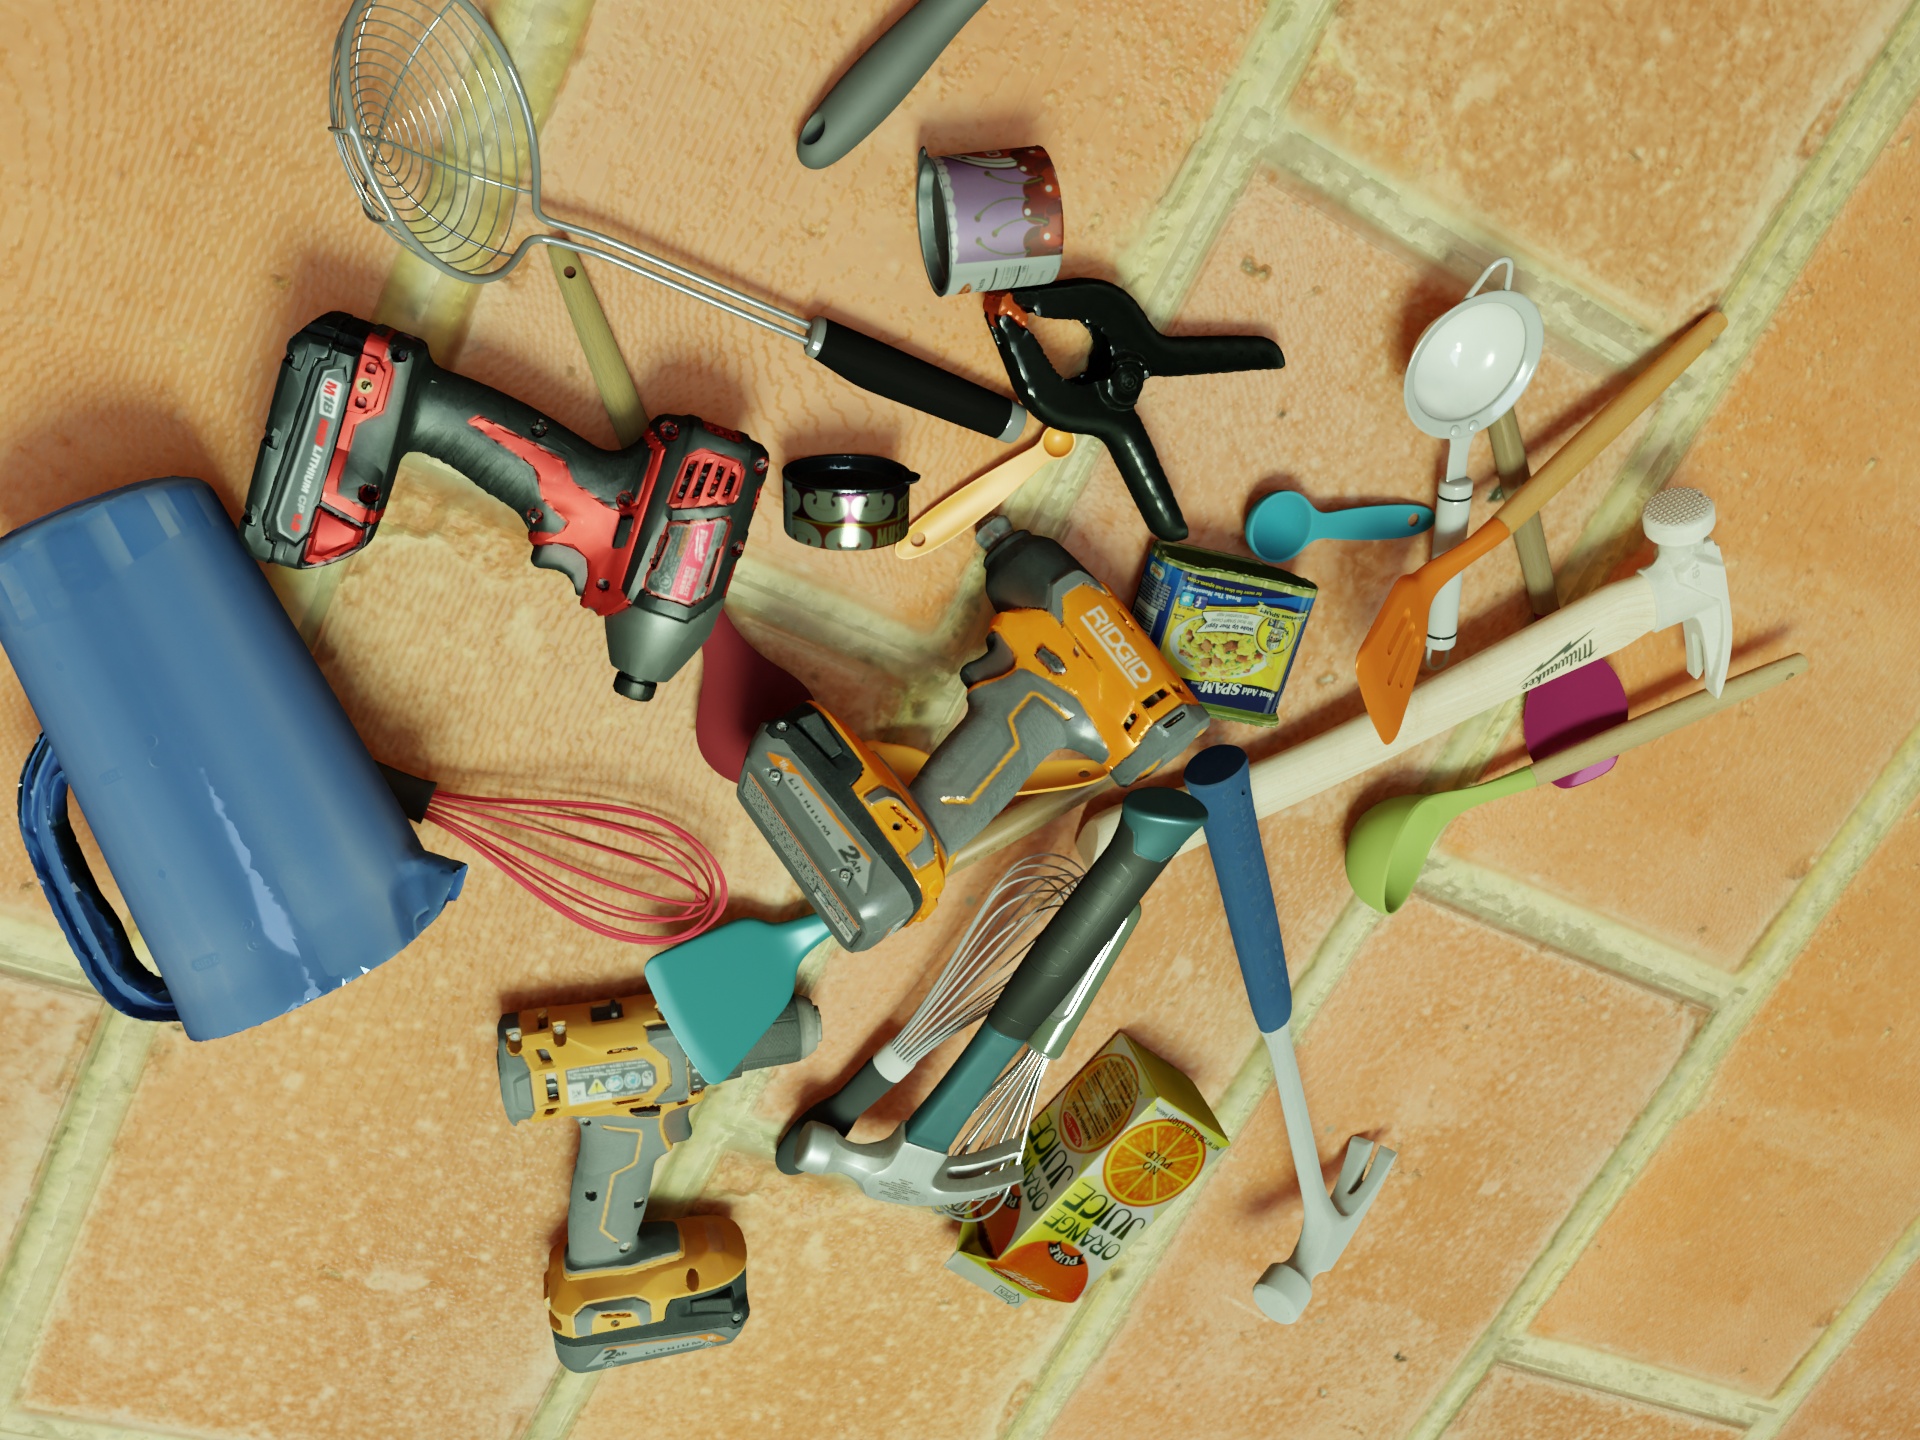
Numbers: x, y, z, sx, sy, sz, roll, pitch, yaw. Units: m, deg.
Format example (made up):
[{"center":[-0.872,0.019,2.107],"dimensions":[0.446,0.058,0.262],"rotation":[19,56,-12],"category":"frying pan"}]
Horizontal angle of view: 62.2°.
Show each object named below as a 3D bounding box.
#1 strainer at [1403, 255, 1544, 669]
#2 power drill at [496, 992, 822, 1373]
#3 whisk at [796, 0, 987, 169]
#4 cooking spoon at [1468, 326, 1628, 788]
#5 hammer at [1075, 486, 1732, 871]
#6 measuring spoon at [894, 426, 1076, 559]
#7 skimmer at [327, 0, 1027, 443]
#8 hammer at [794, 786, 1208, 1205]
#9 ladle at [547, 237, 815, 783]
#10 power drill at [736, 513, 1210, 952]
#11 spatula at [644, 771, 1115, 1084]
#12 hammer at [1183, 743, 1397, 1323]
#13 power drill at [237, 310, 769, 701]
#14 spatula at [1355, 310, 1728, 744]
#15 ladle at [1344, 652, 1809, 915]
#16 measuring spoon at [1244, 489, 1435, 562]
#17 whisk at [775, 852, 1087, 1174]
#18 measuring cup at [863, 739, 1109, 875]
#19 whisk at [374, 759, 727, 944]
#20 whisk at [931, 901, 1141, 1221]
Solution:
[{"center":[0.279,-0.140,0.901],"dimensions":[0.087,0.050,0.258],"rotation":[-14,123,-14],"category":"strainer"},{"center":[-0.171,0.264,0.952],"dimensions":[0.185,0.084,0.226],"rotation":[-7,111,-14],"category":"power drill"},{"center":[0.011,-0.346,0.743],"dimensions":[0.239,0.055,0.055],"rotation":[-43,117,11],"category":"whisk"},{"center":[0.349,-0.089,0.960],"dimensions":[0.069,0.017,0.318],"rotation":[-23,118,2],"category":"cooking spoon"},{"center":[0.265,0.009,0.956],"dimensions":[0.410,0.038,0.146],"rotation":[-26,128,4],"category":"hammer"},{"center":[0.012,-0.124,0.863],"dimensions":[0.117,0.011,0.021],"rotation":[-35,114,6],"category":"measuring spoon"},{"center":[-0.110,-0.216,0.742],"dimensions":[0.363,0.090,0.127],"rotation":[19,64,-25],"category":"skimmer"},{"center":[0.033,0.164,0.900],"dimensions":[0.128,0.033,0.331],"rotation":[23,119,-18],"category":"hammer"},{"center":[-0.145,-0.095,0.826],"dimensions":[0.069,0.031,0.315],"rotation":[-23,116,-8],"category":"ladle"},{"center":[-0.001,-0.003,0.824],"dimensions":[0.226,0.084,0.164],"rotation":[-33,80,-22],"category":"power drill"},{"center":[-0.025,0.095,0.919],"dimensions":[0.317,0.044,0.082],"rotation":[-28,100,-7],"category":"spatula"},{"center":[0.199,0.190,0.988],"dimensions":[0.144,0.035,0.405],"rotation":[-39,126,-34],"category":"hammer"},{"center":[-0.213,-0.098,0.757],"dimensions":[0.219,0.079,0.143],"rotation":[16,103,-18],"category":"power drill"},{"center":[0.328,-0.121,0.895],"dimensions":[0.322,0.041,0.080],"rotation":[-43,135,-7],"category":"spatula"},{"center":[0.387,0.033,0.991],"dimensions":[0.320,0.062,0.078],"rotation":[-23,139,0],"category":"ladle"},{"center":[0.217,-0.116,0.919],"dimensions":[0.128,0.021,0.042],"rotation":[-5,114,-22],"category":"measuring spoon"},{"center":[-0.018,0.185,0.962],"dimensions":[0.070,0.070,0.284],"rotation":[35,110,-25],"category":"whisk"},{"center":[-0.002,0.055,0.886],"dimensions":[0.173,0.095,0.052],"rotation":[-9,134,-2],"category":"measuring cup"},{"center":[-0.263,0.050,0.844],"dimensions":[0.295,0.073,0.073],"rotation":[22,107,-15],"category":"whisk"},{"center":[0.047,0.213,1.003],"dimensions":[0.059,0.058,0.246],"rotation":[12,109,-56],"category":"whisk"}]
